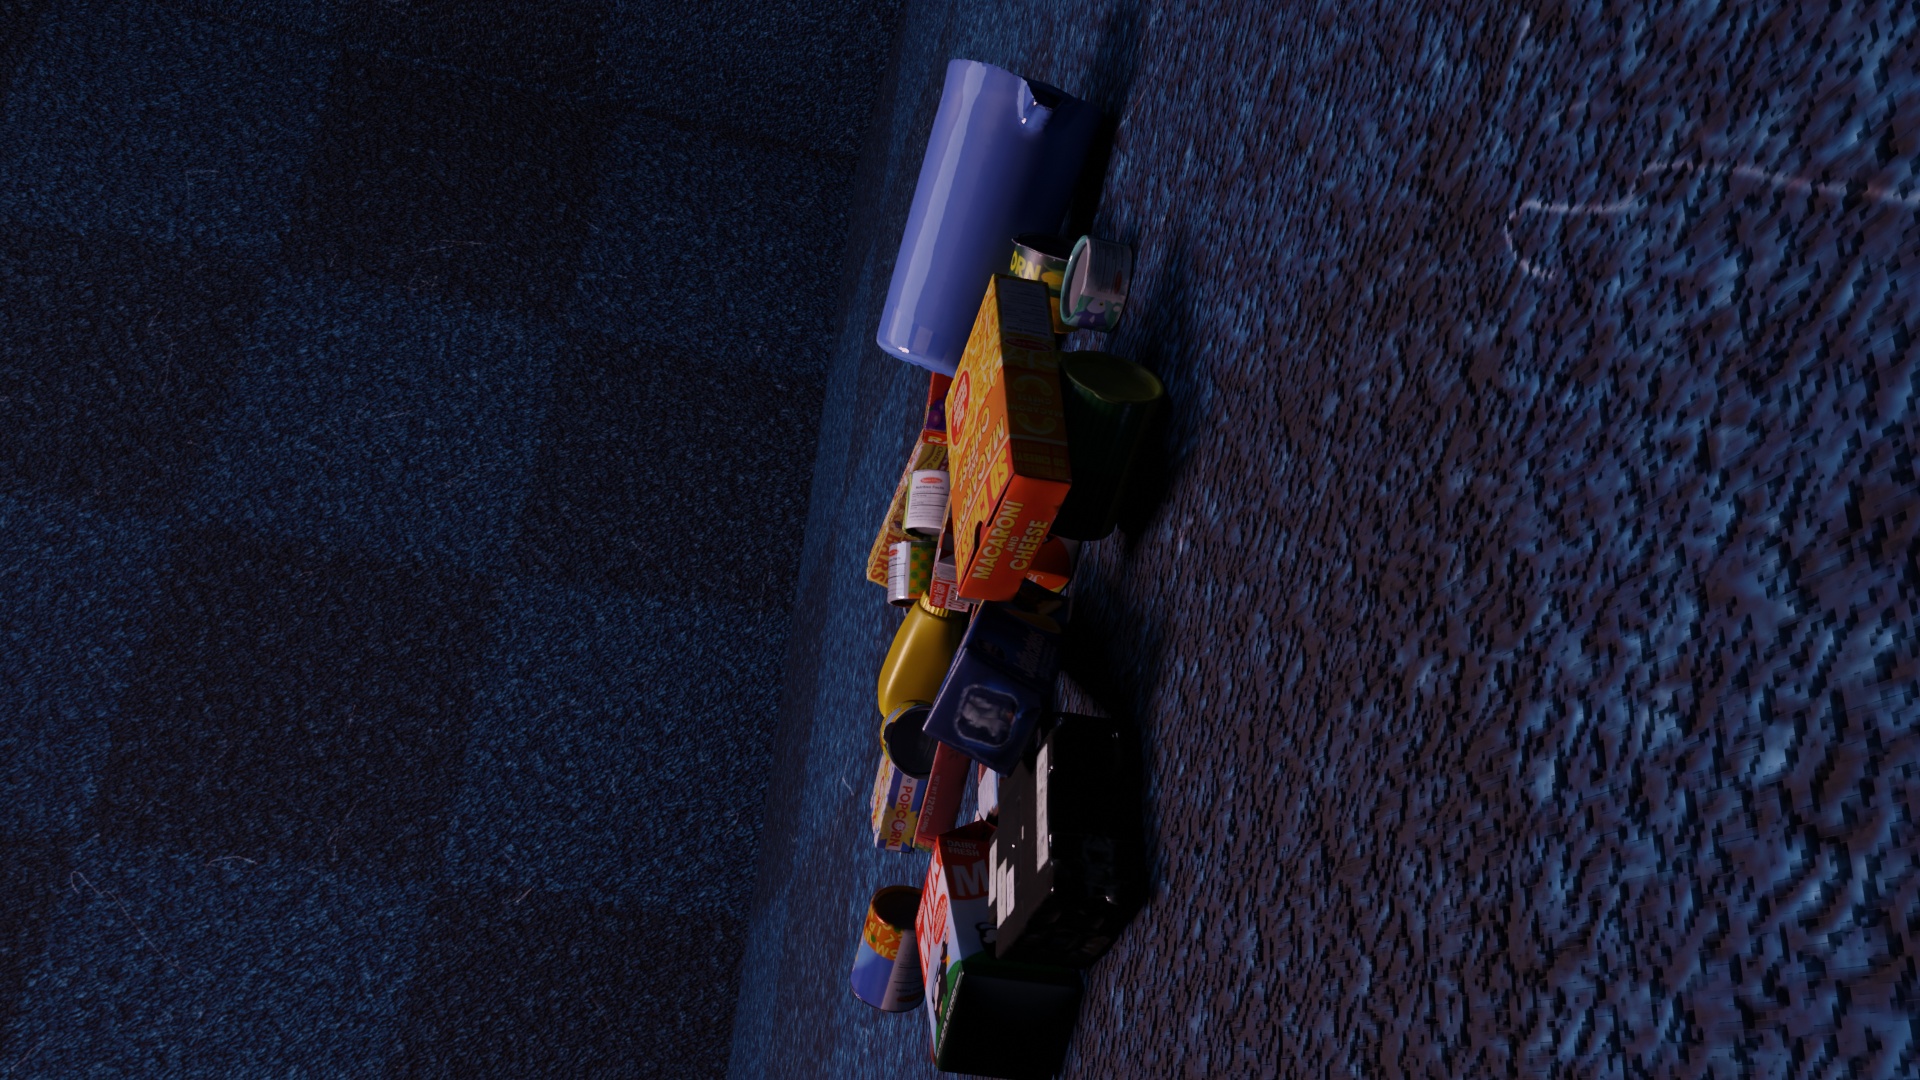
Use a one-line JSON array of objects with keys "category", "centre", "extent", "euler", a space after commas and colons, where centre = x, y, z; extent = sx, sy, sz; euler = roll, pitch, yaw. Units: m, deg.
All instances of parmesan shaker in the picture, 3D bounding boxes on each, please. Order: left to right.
[{"category": "parmesan shaker", "centre": [0.080, -0.058, 0.870], "extent": [0.071, 0.071, 0.102], "euler": [-98, 21, -57]}]

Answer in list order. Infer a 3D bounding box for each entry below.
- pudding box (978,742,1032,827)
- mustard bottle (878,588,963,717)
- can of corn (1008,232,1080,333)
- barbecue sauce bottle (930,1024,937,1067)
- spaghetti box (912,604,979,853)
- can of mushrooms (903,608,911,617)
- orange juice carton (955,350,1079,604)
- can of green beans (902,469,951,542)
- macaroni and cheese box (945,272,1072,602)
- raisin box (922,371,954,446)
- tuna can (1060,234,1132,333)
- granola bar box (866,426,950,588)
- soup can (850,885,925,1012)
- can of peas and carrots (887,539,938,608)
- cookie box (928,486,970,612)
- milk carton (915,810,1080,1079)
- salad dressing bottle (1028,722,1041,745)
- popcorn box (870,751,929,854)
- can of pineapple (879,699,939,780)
[{"category": "pudding box", "centre": [0.032, 0.171, 1.004], "extent": [0.084, 0.030, 0.049], "euler": [-91, 14, -45]}, {"category": "mustard bottle", "centre": [-0.030, 0.097, 1.314], "extent": [0.049, 0.065, 0.159], "euler": [-117, 44, -63]}, {"category": "can of corn", "centre": [0.066, -0.198, 1.063], "extent": [0.071, 0.071, 0.058], "euler": [-101, 23, -61]}, {"category": "barbecue sauce bottle", "centre": [0.001, 0.302, 1.010], "extent": [0.149, 0.044, 0.064], "euler": [-91, 16, -48]}, {"category": "spaghetti box", "centre": [0.008, 0.117, 1.073], "extent": [0.050, 0.029, 0.251], "euler": [103, -178, -66]}, {"category": "can of mushrooms", "centre": [-0.037, 0.048, 1.459], "extent": [0.071, 0.033, 0.071], "euler": [-168, 88, -79]}, {"category": "orange juice carton", "centre": [0.051, -0.039, 0.992], "extent": [0.073, 0.072, 0.192], "euler": [-115, 37, -72]}, {"category": "can of green beans", "centre": [-0.021, -0.033, 1.369], "extent": [0.071, 0.071, 0.058], "euler": [138, 140, -72]}, {"category": "macaroni and cheese box", "centre": [0.026, -0.064, 0.870], "extent": [0.123, 0.040, 0.167], "euler": [113, 160, -49]}, {"category": "raisin box", "centre": [0.017, -0.142, 1.219], "extent": [0.040, 0.086, 0.123], "euler": [116, 163, -77]}, {"category": "tuna can", "centre": [0.096, -0.183, 0.998], "extent": [0.071, 0.033, 0.071], "euler": [-168, 88, -79]}, {"category": "granola bar box", "centre": [-0.053, -0.038, 1.494], "extent": [0.124, 0.039, 0.165], "euler": [-106, 38, -80]}, {"category": "soup can", "centre": [-0.055, 0.345, 1.183], "extent": [0.071, 0.071, 0.083], "euler": [-107, 30, -67]}, {"category": "can of peas and carrots", "centre": [-0.037, 0.035, 1.387], "extent": [0.070, 0.071, 0.059], "euler": [138, 135, -72]}, {"category": "cookie box", "centre": [0.004, -0.015, 1.206], "extent": [0.167, 0.040, 0.123], "euler": [104, 177, -75]}, {"category": "milk carton", "centre": [0.017, 0.252, 0.895], "extent": [0.191, 0.073, 0.072], "euler": [-110, 32, -70]}, {"category": "salad dressing bottle", "centre": [0.032, 0.088, 1.011], "extent": [0.148, 0.064, 0.043], "euler": [-82, 12, -46]}, {"category": "popcorn box", "centre": [-0.056, 0.232, 1.376], "extent": [0.085, 0.038, 0.126], "euler": [-111, 32, -68]}, {"category": "can of pineapple", "centre": [-0.039, 0.178, 1.255], "extent": [0.058, 0.071, 0.071], "euler": [175, 105, -79]}]
